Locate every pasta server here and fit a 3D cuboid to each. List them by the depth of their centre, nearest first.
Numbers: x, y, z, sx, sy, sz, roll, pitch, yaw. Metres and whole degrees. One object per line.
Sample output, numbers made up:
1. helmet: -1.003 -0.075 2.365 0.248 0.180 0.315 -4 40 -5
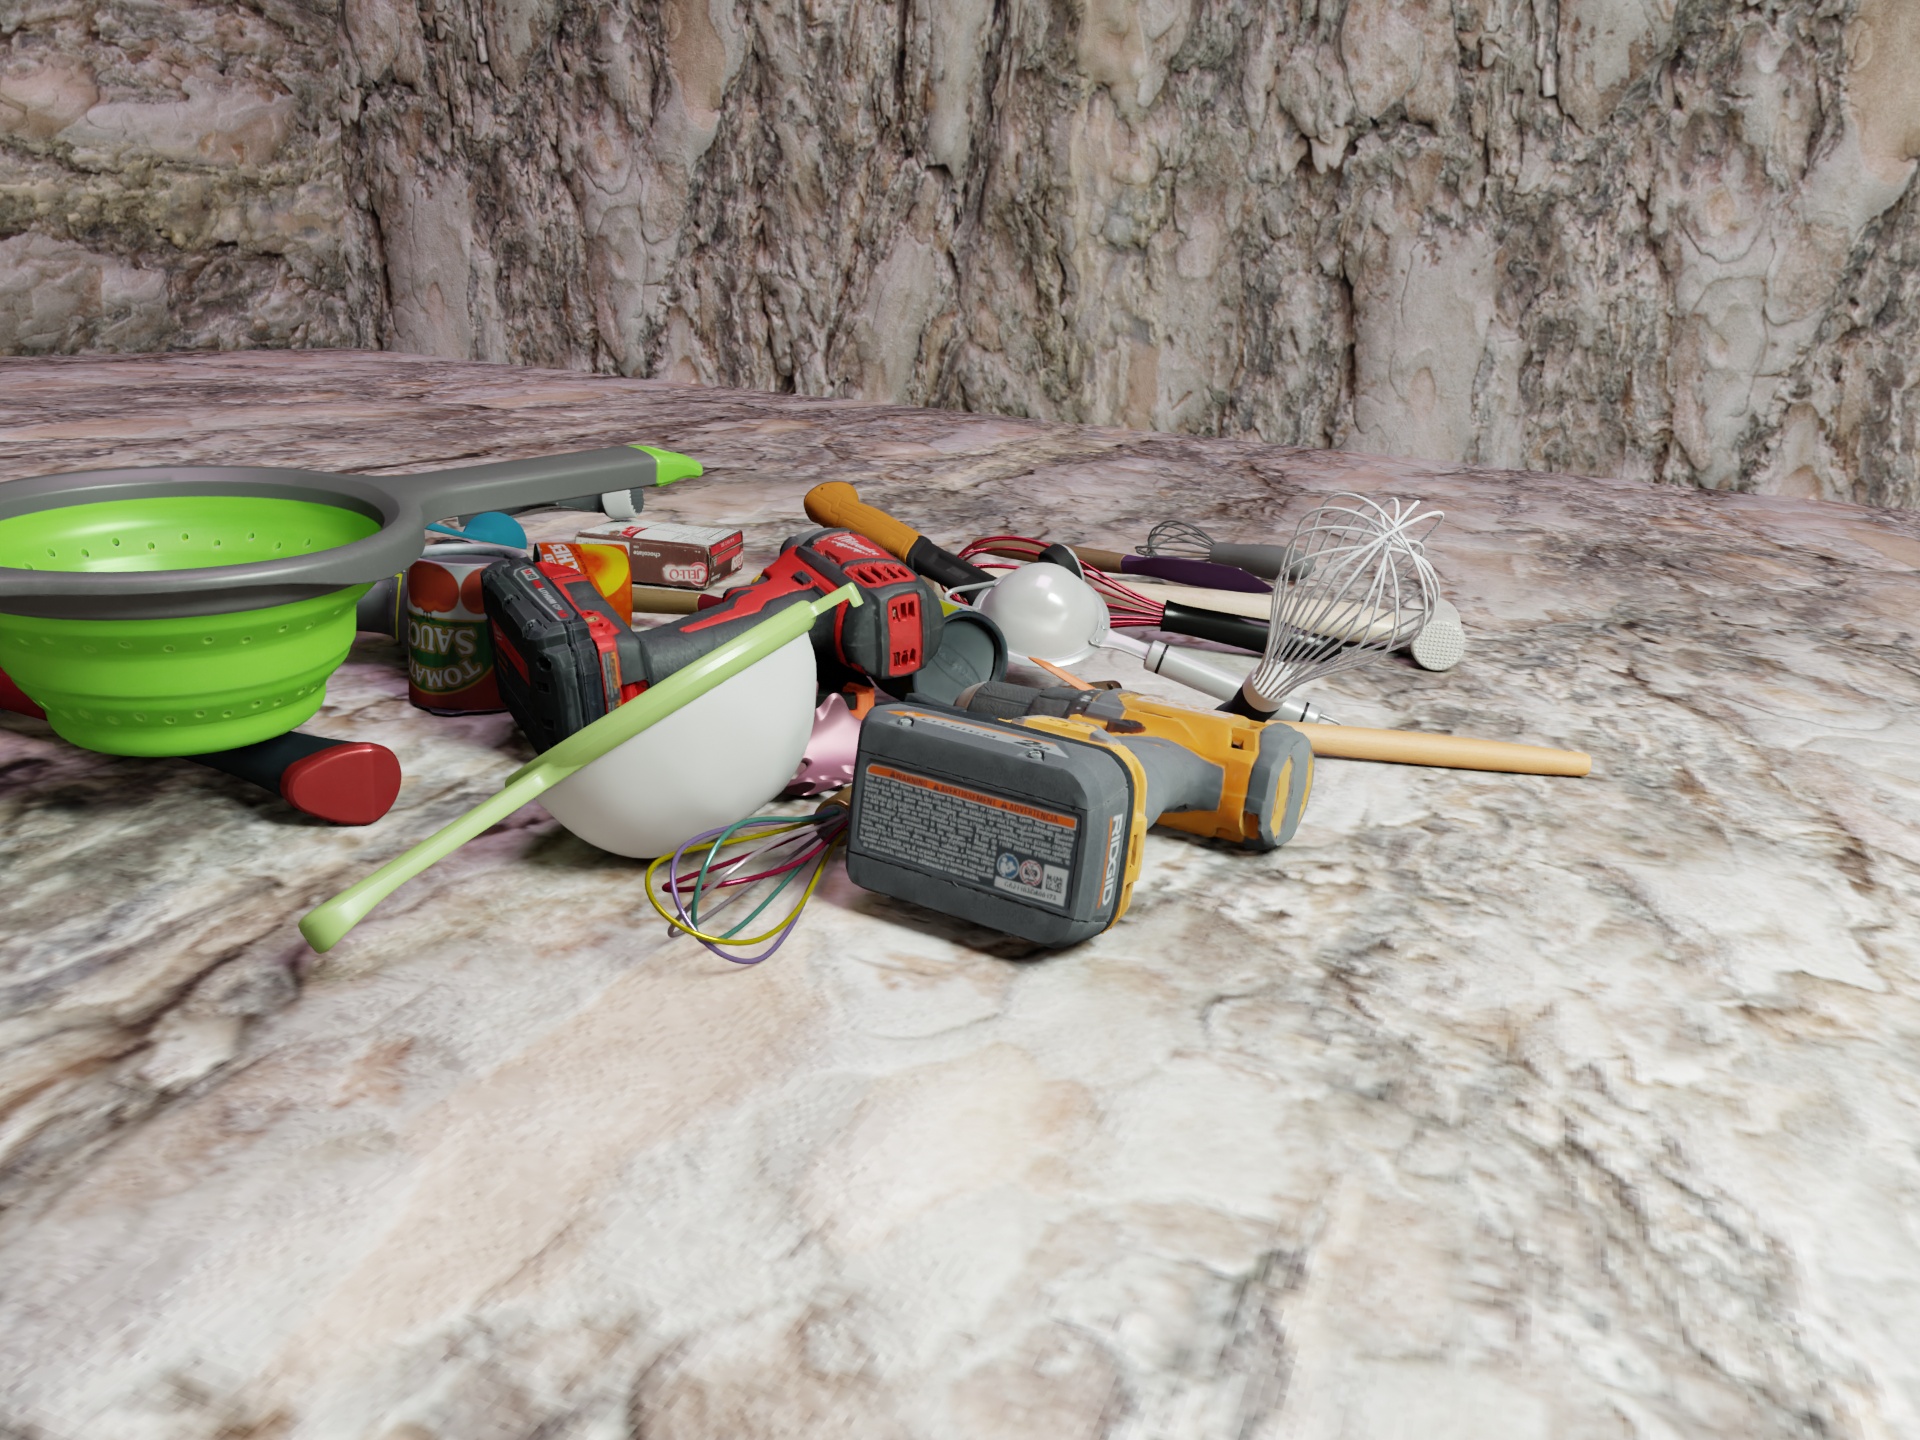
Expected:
1. pasta server: -0.001 -0.003 0.870 0.316 0.060 0.040 -11 -19 -49

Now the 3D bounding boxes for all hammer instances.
1. hammer: -0.418 -0.011 0.790 0.386 0.038 0.143 12 16 25
2. hammer: -0.359 -0.153 1.103 0.149 0.036 0.409 -3 7 9
3. hammer: -0.046 -0.119 1.145 0.127 0.034 0.337 -31 30 -14
4. hammer: 0.172 -0.092 1.231 0.410 0.038 0.146 7 15 10

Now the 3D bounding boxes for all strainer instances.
1. strainer: -0.141 0.038 0.641 0.151 0.069 0.256 -26 9 45
2. strainer: 0.111 -0.044 0.959 0.258 0.050 0.087 23 51 8

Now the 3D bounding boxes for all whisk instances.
1. whisk: -0.064 0.046 0.676 0.047 0.051 0.245 3 12 17
2. whisk: 0.153 -0.027 0.746 0.070 0.070 0.284 3 -20 -6
3. whisk: 0.127 -0.080 1.146 0.296 0.073 0.073 12 16 5
4. whisk: 0.222 -0.138 1.344 0.055 0.055 0.239 -3 11 -25

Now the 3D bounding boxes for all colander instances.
1. colander: -0.282 -0.063 0.742 0.205 0.094 0.397 20 26 37

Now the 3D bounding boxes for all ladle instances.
1. ladle: -0.197 -0.079 1.084 0.315 0.069 0.031 6 55 25

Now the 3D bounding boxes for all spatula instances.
1. spatula: 0.196 0.000 0.902 0.322 0.041 0.081 6 3 0
2. spatula: 0.110 -0.119 1.199 0.059 0.018 0.316 24 -5 -39

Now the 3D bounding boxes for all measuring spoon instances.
1. measuring spoon: -0.321 -0.128 1.012 0.042 0.021 0.128 13 3 19

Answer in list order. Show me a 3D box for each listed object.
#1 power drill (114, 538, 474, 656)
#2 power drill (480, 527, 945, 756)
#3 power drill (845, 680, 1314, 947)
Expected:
1. power drill: -0.396 -0.083 0.983 0.228 0.080 0.191 2 16 -18
2. power drill: -0.134 -0.054 0.853 0.219 0.078 0.143 -15 31 -25
3. power drill: 0.037 0.024 0.715 0.185 0.084 0.226 14 14 30
